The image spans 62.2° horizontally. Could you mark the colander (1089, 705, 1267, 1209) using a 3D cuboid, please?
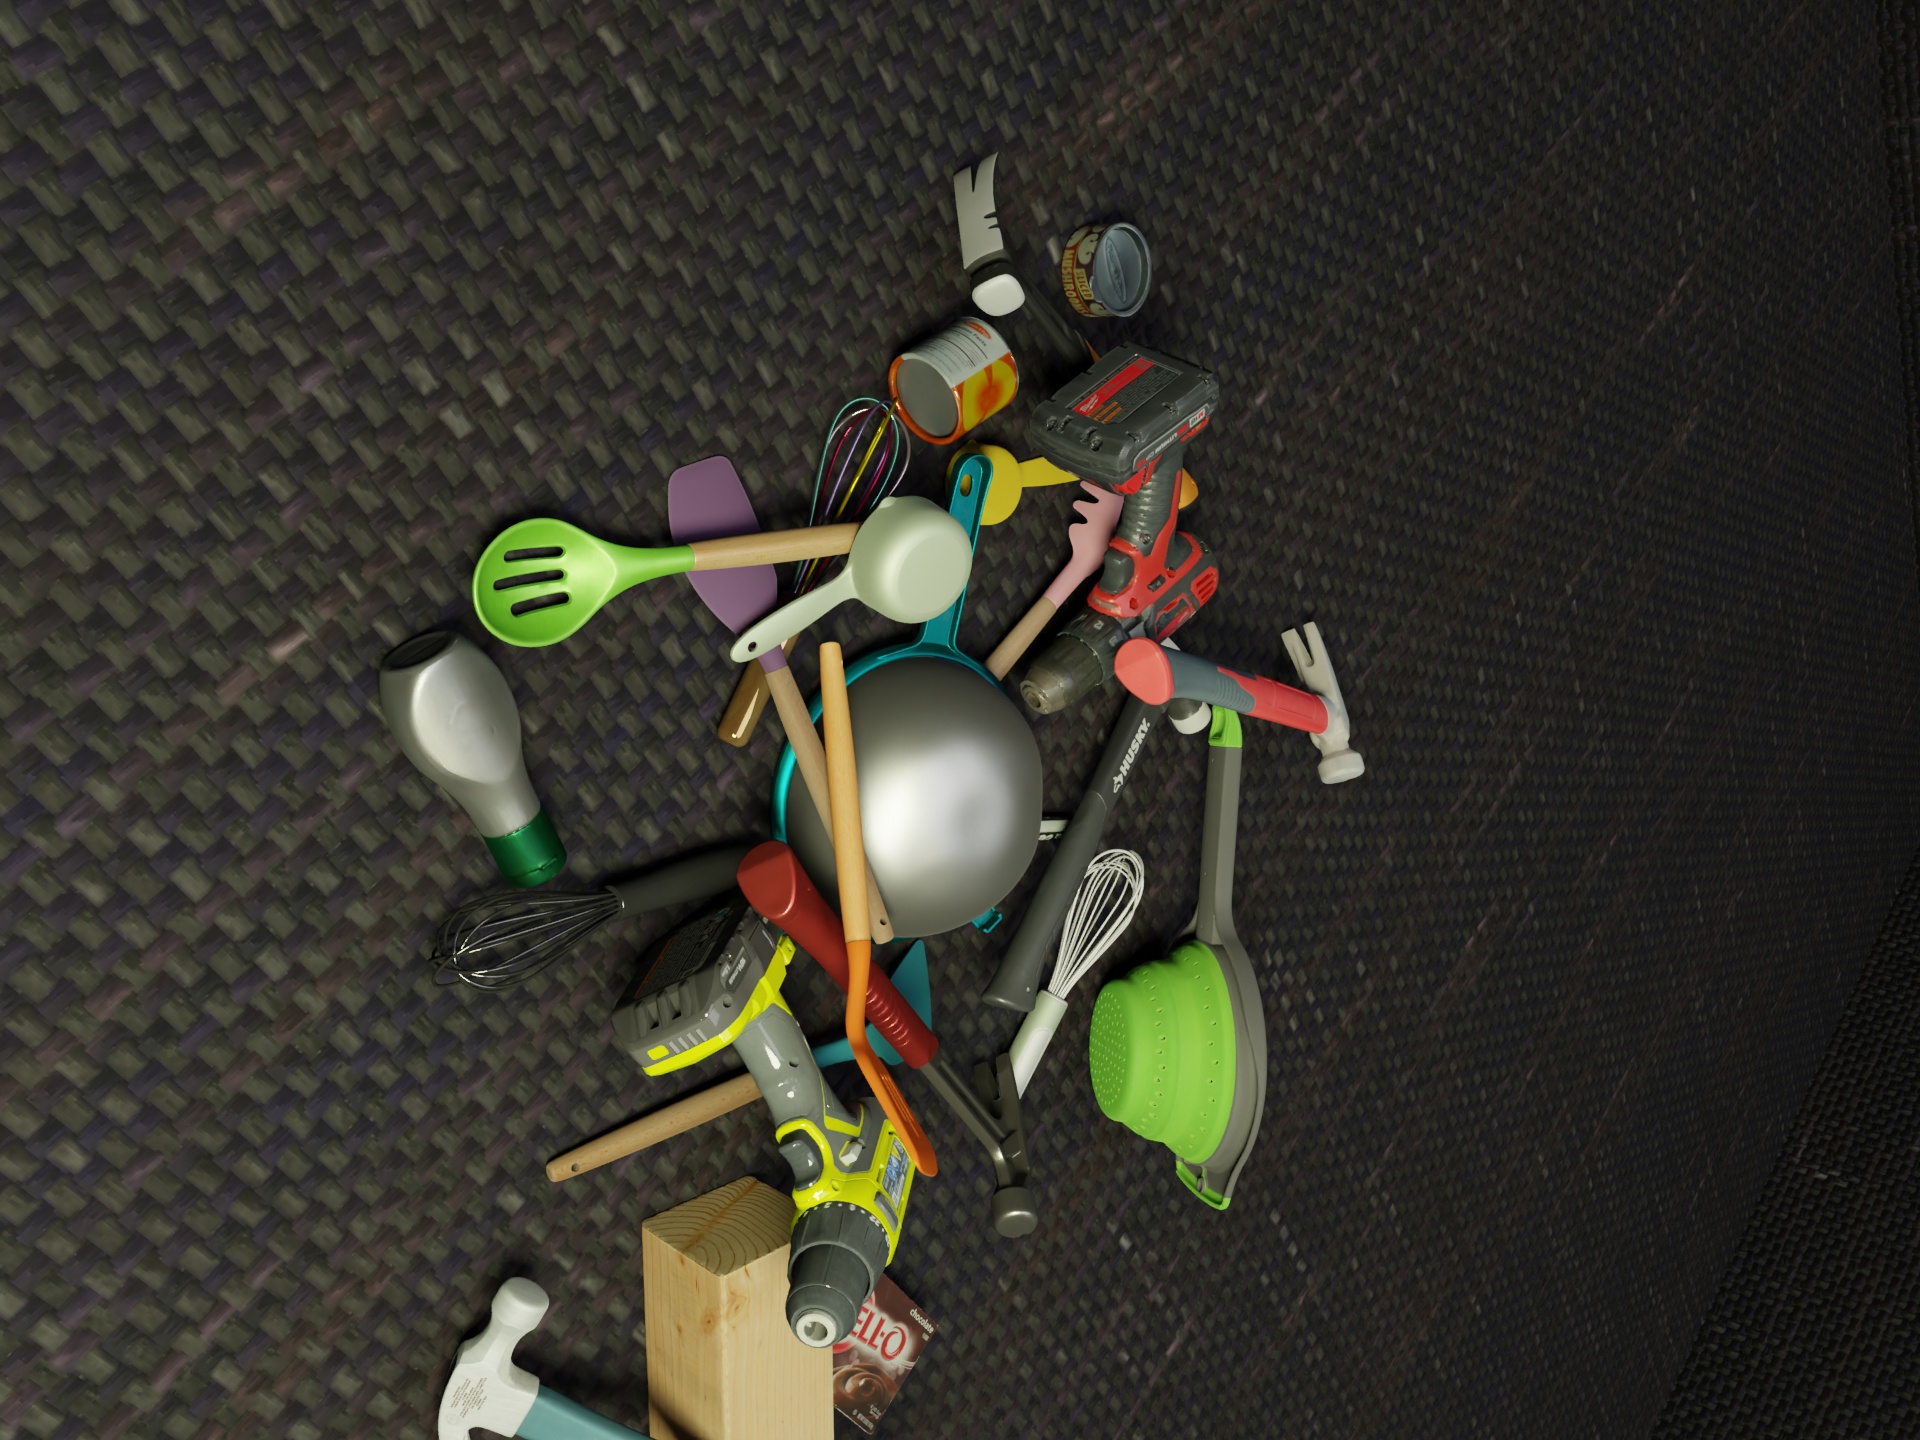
[{"bbox_3d":[0.166,0.181,1.268,0.094,0.204,0.397,4,90,-13],"label":"colander"}]

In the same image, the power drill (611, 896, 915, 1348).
[{"bbox_3d":[-0.107,0.236,0.942,0.228,0.080,0.191,60,16,-13],"label":"power drill"}]

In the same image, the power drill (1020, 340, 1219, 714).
[{"bbox_3d":[0.105,-0.124,1.104,0.188,0.080,0.226,-40,143,-26],"label":"power drill"}]

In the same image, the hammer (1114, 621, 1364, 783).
[{"bbox_3d":[0.219,-0.036,1.241,0.386,0.038,0.143,12,60,-56],"label":"hammer"}]

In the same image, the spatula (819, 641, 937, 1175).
[{"bbox_3d":[-0.054,0.106,0.943,0.081,0.041,0.323,67,16,-74],"label":"spatula"}]

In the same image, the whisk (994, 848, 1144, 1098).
[{"bbox_3d":[0.077,0.209,1.237,0.057,0.059,0.246,34,79,-32],"label":"whisk"}]

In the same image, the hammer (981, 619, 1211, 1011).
[{"bbox_3d":[0.096,0.072,1.202,0.146,0.035,0.335,53,54,-39],"label":"hammer"}]

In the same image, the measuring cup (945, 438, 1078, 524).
[{"bbox_3d":[0.054,-0.175,1.137,0.156,0.029,0.062,-17,111,-40],"label":"measuring cup"}]

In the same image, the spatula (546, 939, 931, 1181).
[{"bbox_3d":[-0.130,0.233,1.050,0.317,0.044,0.082,-16,109,-37],"label":"spatula"}]

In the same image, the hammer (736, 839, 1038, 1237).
[{"bbox_3d":[-0.040,0.193,1.045,0.036,0.149,0.358,-25,129,11],"label":"hammer"}]

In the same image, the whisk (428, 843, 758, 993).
[{"bbox_3d":[-0.204,0.110,0.932,0.239,0.055,0.055,-15,110,-48],"label":"whisk"}]

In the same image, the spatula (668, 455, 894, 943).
[{"bbox_3d":[-0.105,-0.007,0.970,0.060,0.018,0.316,-28,101,-35],"label":"spatula"}]

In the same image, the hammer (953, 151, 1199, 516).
[{"bbox_3d":[0.092,-0.251,1.135,0.336,0.034,0.127,40,35,-50],"label":"hammer"}]

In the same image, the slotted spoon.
[{"bbox_3d":[-0.136,-0.096,0.932,0.313,0.031,0.070,-12,108,-33],"label":"slotted spoon"}]

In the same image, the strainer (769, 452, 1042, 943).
[{"bbox_3d":[-0.002,-0.003,1.047,0.210,0.095,0.340,6,99,-38],"label":"strainer"}]

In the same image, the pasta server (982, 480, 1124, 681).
[{"bbox_3d":[0.043,-0.067,1.157,0.316,0.040,0.060,-51,130,-20],"label":"pasta server"}]

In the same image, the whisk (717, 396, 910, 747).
[{"bbox_3d":[-0.094,-0.097,0.998,0.051,0.047,0.245,30,81,-37],"label":"whisk"}]

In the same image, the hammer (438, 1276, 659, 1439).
[{"bbox_3d":[-0.157,0.455,0.952,0.331,0.033,0.128,31,94,-15],"label":"hammer"}]

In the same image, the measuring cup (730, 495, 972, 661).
[{"bbox_3d":[-0.062,-0.074,0.960,0.167,0.038,0.083,-34,133,-23],"label":"measuring cup"}]
